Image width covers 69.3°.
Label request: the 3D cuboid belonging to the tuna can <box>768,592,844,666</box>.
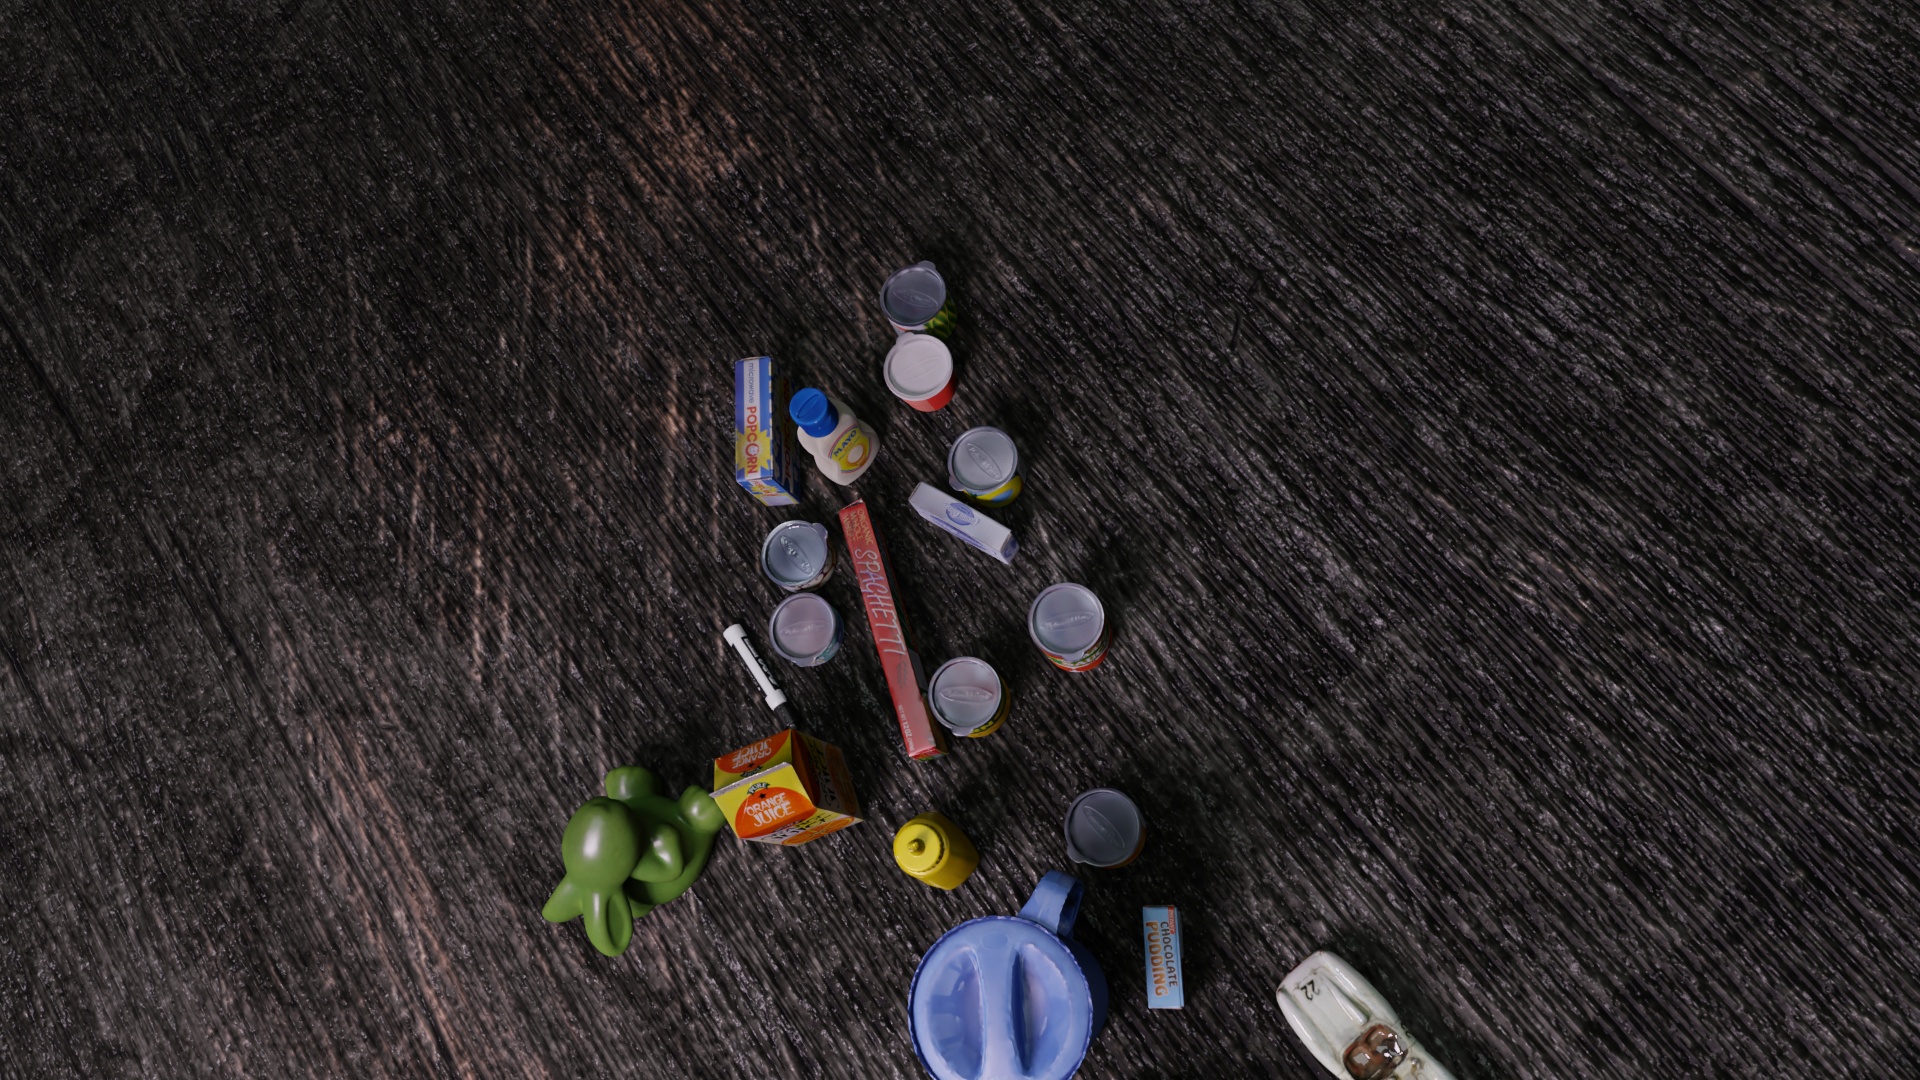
[{"bbox_3d":[-0.145,0.088,1.320,0.071,0.032,0.071,-3,74,11],"label":"tuna can"}]

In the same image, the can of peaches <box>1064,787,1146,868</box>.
[{"bbox_3d":[0.124,0.251,1.203,0.071,0.058,0.071,-3,74,11],"label":"can of peaches"}]

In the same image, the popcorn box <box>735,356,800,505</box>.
[{"bbox_3d":[-0.187,-0.106,1.355,0.038,0.085,0.127,-6,74,11],"label":"popcorn box"}]

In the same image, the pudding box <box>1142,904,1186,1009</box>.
[{"bbox_3d":[0.172,0.350,1.169,0.030,0.049,0.084,-5,74,11],"label":"pudding box"}]

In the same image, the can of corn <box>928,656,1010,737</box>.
[{"bbox_3d":[0.009,0.145,1.257,0.071,0.058,0.071,-3,74,11],"label":"can of corn"}]

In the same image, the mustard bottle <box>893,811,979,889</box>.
[{"bbox_3d":[-0.026,0.261,1.178,0.049,0.160,0.065,-45,71,-2],"label":"mustard bottle"}]

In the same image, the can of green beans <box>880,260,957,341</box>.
[{"bbox_3d":[-0.040,-0.231,1.374,0.071,0.057,0.071,-3,74,11],"label":"can of green beans"}]

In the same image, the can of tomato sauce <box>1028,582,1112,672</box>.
[{"bbox_3d":[0.101,0.081,1.243,0.071,0.083,0.071,-3,74,11],"label":"can of tomato sauce"}]

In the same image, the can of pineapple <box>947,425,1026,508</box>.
[{"bbox_3d":[0.024,-0.068,1.314,0.071,0.057,0.071,-3,74,11],"label":"can of pineapple"}]

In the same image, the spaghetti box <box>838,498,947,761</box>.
[{"bbox_3d":[-0.064,0.083,1.294,0.028,0.050,0.250,-20,71,6],"label":"spaghetti box"}]

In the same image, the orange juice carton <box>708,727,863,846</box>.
[{"bbox_3d":[-0.151,0.214,1.200,0.072,0.192,0.073,-22,72,6],"label":"orange juice carton"}]

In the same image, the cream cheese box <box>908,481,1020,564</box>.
[{"bbox_3d":[0.005,-0.016,1.306,0.104,0.053,0.024,29,83,18],"label":"cream cheese box"}]

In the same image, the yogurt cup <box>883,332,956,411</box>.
[{"bbox_3d":[-0.036,-0.160,1.355,0.072,0.054,0.072,-3,74,11],"label":"yogurt cup"}]

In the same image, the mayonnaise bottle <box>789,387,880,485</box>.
[{"bbox_3d":[-0.121,-0.101,1.306,0.041,0.148,0.065,39,86,19],"label":"mayonnaise bottle"}]

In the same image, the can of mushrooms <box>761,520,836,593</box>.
[{"bbox_3d":[-0.154,0.015,1.341,0.071,0.033,0.071,-3,74,11],"label":"can of mushrooms"}]
